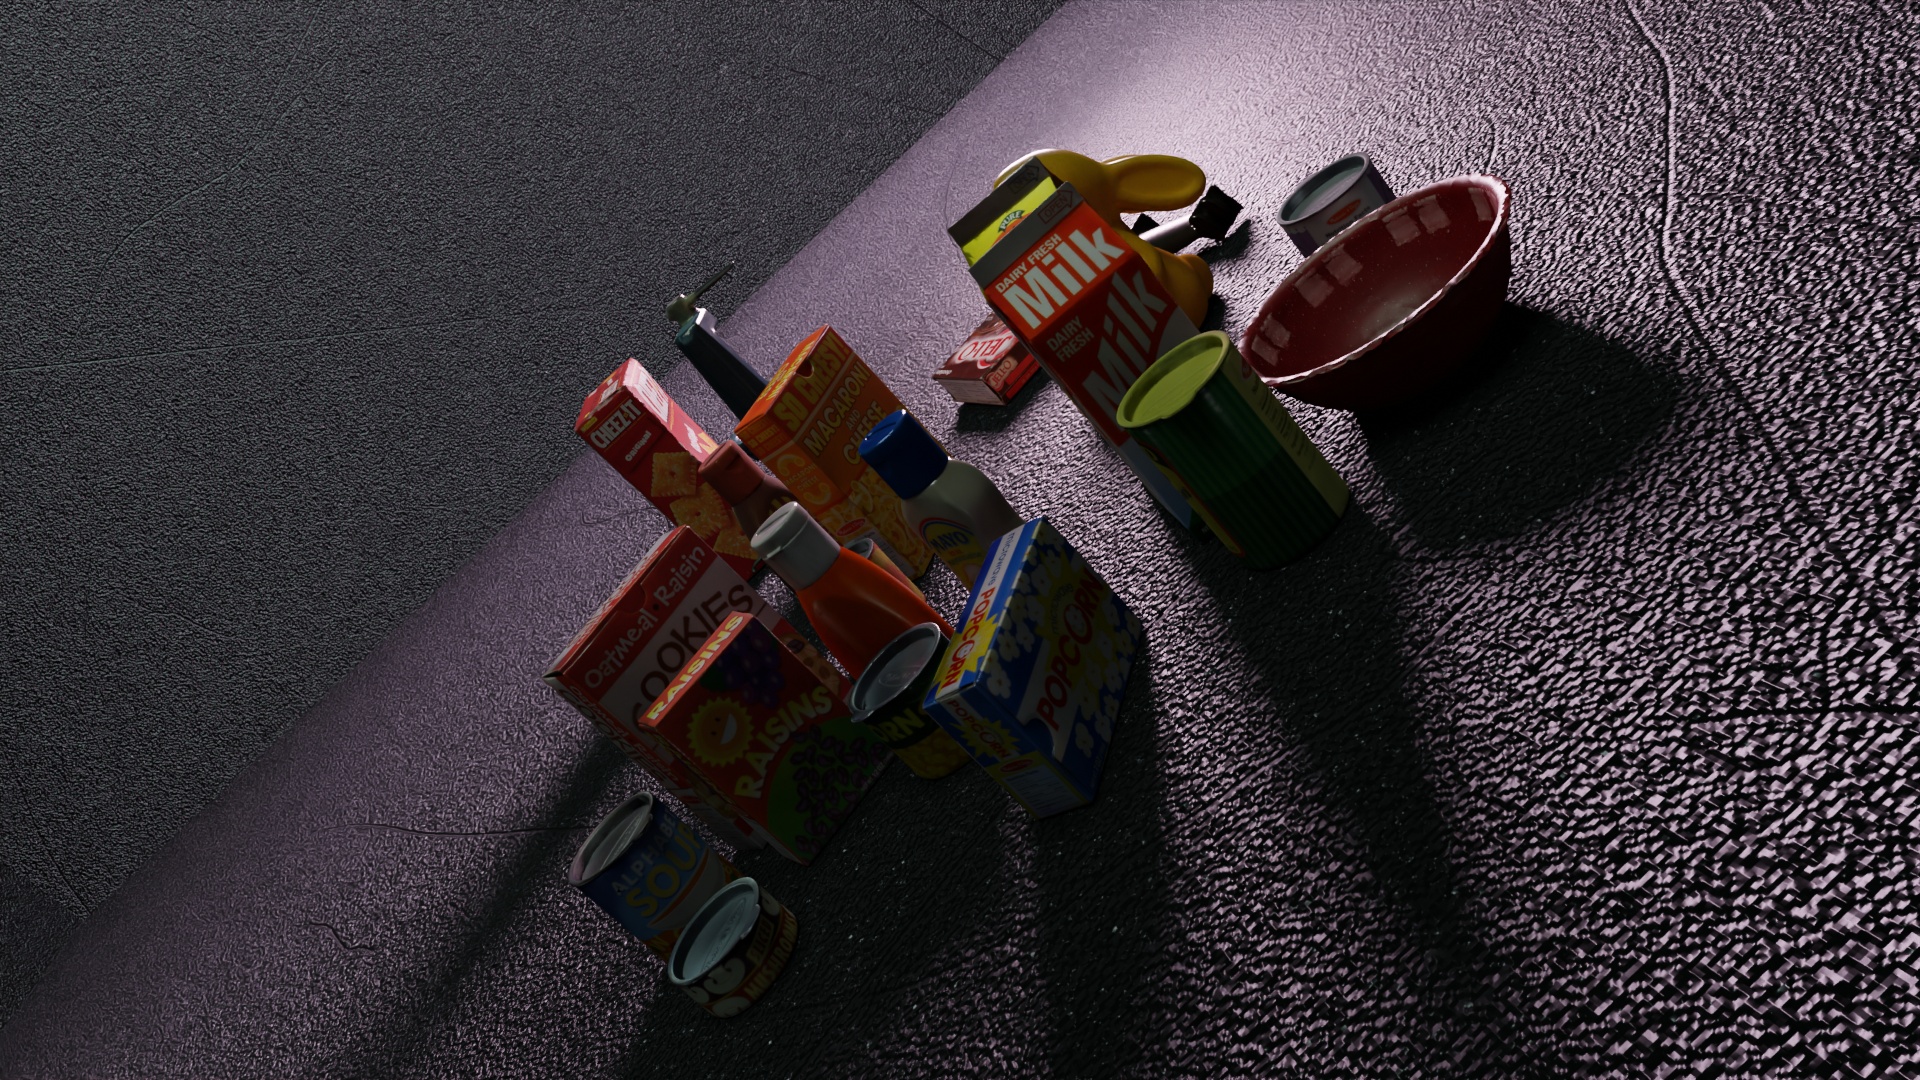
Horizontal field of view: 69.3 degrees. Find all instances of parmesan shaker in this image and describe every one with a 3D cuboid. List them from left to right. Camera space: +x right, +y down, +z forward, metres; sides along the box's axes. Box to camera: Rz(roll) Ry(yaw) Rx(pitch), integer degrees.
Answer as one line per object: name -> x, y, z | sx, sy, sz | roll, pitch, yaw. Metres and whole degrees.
parmesan shaker -> 0.133, -0.041, 0.676 | 0.071, 0.103, 0.071 | -37, 20, 16

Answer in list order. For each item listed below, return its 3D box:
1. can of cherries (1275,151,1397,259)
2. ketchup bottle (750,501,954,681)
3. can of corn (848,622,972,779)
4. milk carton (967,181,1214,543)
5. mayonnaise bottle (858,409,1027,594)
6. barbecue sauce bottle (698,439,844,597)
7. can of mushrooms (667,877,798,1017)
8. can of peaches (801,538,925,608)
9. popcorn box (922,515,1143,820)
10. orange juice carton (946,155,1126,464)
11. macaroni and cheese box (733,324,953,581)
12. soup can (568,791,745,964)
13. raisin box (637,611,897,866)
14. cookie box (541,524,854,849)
can of cherries -> 0.240, -0.198, 0.863 | 0.071, 0.058, 0.072 | -37, 20, 16
ketchup bottle -> -0.058, 0.041, 0.806 | 0.064, 0.148, 0.044 | -32, 22, 29
can of corn -> -0.019, 0.091, 0.765 | 0.071, 0.058, 0.071 | -37, 20, 16
milk carton -> 0.090, -0.096, 0.744 | 0.072, 0.190, 0.073 | -41, 19, 5
mayonnaise bottle -> 0.003, -0.010, 0.796 | 0.064, 0.148, 0.041 | -19, 31, 50
barbecue sauce bottle -> -0.140, -0.014, 1.080 | 0.065, 0.148, 0.043 | -53, 21, -26
can of mushrooms -> -0.119, 0.215, 0.735 | 0.071, 0.033, 0.071 | -37, 20, 16
can of peaches -> -0.066, 0.040, 0.961 | 0.071, 0.058, 0.071 | -37, 20, 16
popcorn box -> 0.039, 0.059, 0.677 | 0.038, 0.085, 0.127 | -29, 24, 36
orange juice carton -> 0.079, -0.139, 0.851 | 0.071, 0.192, 0.073 | -35, 21, 22
macaroni and cheese box -> -0.075, -0.063, 1.029 | 0.040, 0.166, 0.124 | -28, 24, 37
soup can -> -0.171, 0.196, 0.800 | 0.071, 0.083, 0.071 | -37, 20, 16
raisin box -> -0.109, 0.113, 0.795 | 0.086, 0.123, 0.040 | -50, 20, -20
cookie box -> -0.154, 0.091, 0.861 | 0.040, 0.167, 0.123 | -17, 32, 52
